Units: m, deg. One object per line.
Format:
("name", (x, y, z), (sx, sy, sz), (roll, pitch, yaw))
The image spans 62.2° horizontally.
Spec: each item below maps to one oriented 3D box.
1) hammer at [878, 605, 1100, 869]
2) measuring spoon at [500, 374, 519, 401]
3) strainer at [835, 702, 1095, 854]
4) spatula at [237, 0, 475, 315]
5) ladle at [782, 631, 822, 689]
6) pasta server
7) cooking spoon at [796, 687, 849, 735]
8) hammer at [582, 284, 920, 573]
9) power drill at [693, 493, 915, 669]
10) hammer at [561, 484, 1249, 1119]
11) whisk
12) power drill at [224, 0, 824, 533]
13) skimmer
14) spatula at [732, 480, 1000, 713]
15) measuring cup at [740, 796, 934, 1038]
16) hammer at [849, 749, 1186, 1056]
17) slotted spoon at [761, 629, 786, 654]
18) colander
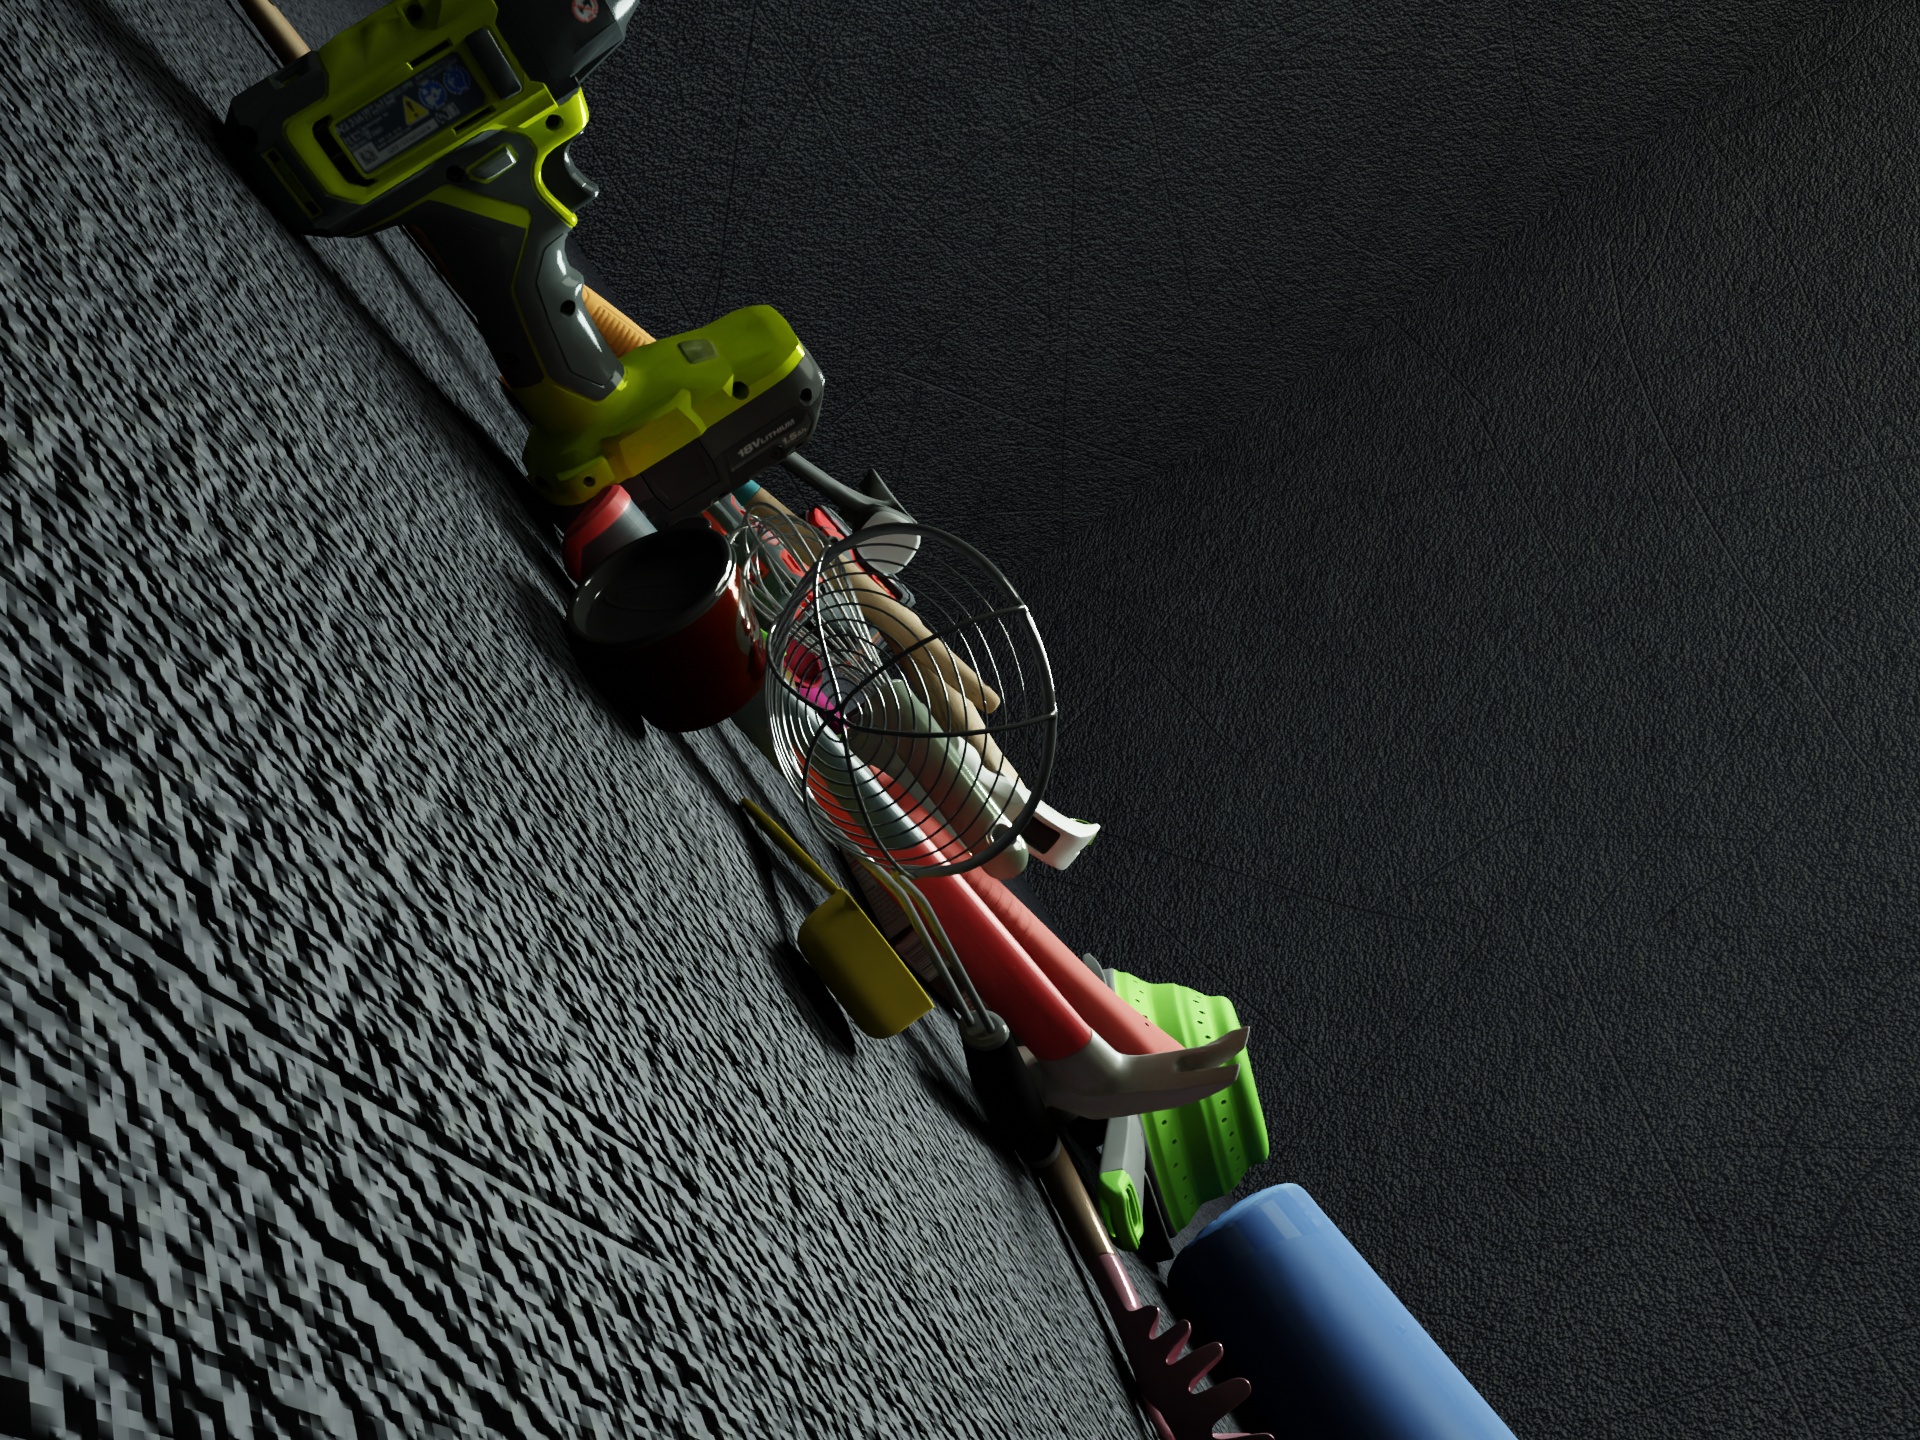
("hammer", (-0.002, -0.003, 0.978), (0.130, 0.031, 0.332), (37, 9, -25))
("measuring spoon", (-0.217, -0.147, 0.876), (0.116, 0.011, 0.021), (50, 1, -44))
("strainer", (0.020, 0.042, 1.095), (0.256, 0.069, 0.152), (15, 22, -44))
("spatula", (-0.286, -0.258, 0.878), (0.315, 0.018, 0.060), (56, 7, -28))
("ladle", (-0.117, -0.022, 1.063), (0.069, 0.031, 0.315), (46, 5, -14))
("pasta server", (0.067, 0.240, 0.762), (0.316, 0.040, 0.060), (-126, -167, -63))
("cooking spoon", (-0.071, 0.024, 1.160), (0.319, 0.017, 0.068), (45, -7, 46))
("hammer", (-0.166, -0.191, 0.819), (0.336, 0.034, 0.127), (34, 10, -23))
("power drill", (-0.141, -0.122, 1.109), (0.188, 0.080, 0.226), (47, 11, 17))
("hammer", (-0.026, 0.047, 0.705), (0.386, 0.143, 0.038), (51, 42, -24))
("whisk", (-0.043, -0.018, 0.805), (0.246, 0.058, 0.059), (53, -36, 20))
("power drill", (-0.155, -0.193, 0.650), (0.223, 0.171, 0.080), (59, -2, -40))
("skimmer", (0.011, 0.077, 0.666), (0.127, 0.090, 0.362), (20, -31, 31))
("spatula", (-0.105, -0.101, 0.896), (0.317, 0.044, 0.082), (40, 8, -12))
("measuring cup", (-0.063, 0.074, 0.633), (0.157, 0.029, 0.062), (38, -17, 50))
("hammer", (-0.016, 0.063, 0.821), (0.359, 0.036, 0.149), (45, 7, -11))
("slotted spoon", (-0.199, -0.141, 0.989), (0.314, 0.031, 0.070), (53, 14, 29))
("colander", (0.138, 0.245, 0.978), (0.397, 0.094, 0.204), (10, 66, -83))
